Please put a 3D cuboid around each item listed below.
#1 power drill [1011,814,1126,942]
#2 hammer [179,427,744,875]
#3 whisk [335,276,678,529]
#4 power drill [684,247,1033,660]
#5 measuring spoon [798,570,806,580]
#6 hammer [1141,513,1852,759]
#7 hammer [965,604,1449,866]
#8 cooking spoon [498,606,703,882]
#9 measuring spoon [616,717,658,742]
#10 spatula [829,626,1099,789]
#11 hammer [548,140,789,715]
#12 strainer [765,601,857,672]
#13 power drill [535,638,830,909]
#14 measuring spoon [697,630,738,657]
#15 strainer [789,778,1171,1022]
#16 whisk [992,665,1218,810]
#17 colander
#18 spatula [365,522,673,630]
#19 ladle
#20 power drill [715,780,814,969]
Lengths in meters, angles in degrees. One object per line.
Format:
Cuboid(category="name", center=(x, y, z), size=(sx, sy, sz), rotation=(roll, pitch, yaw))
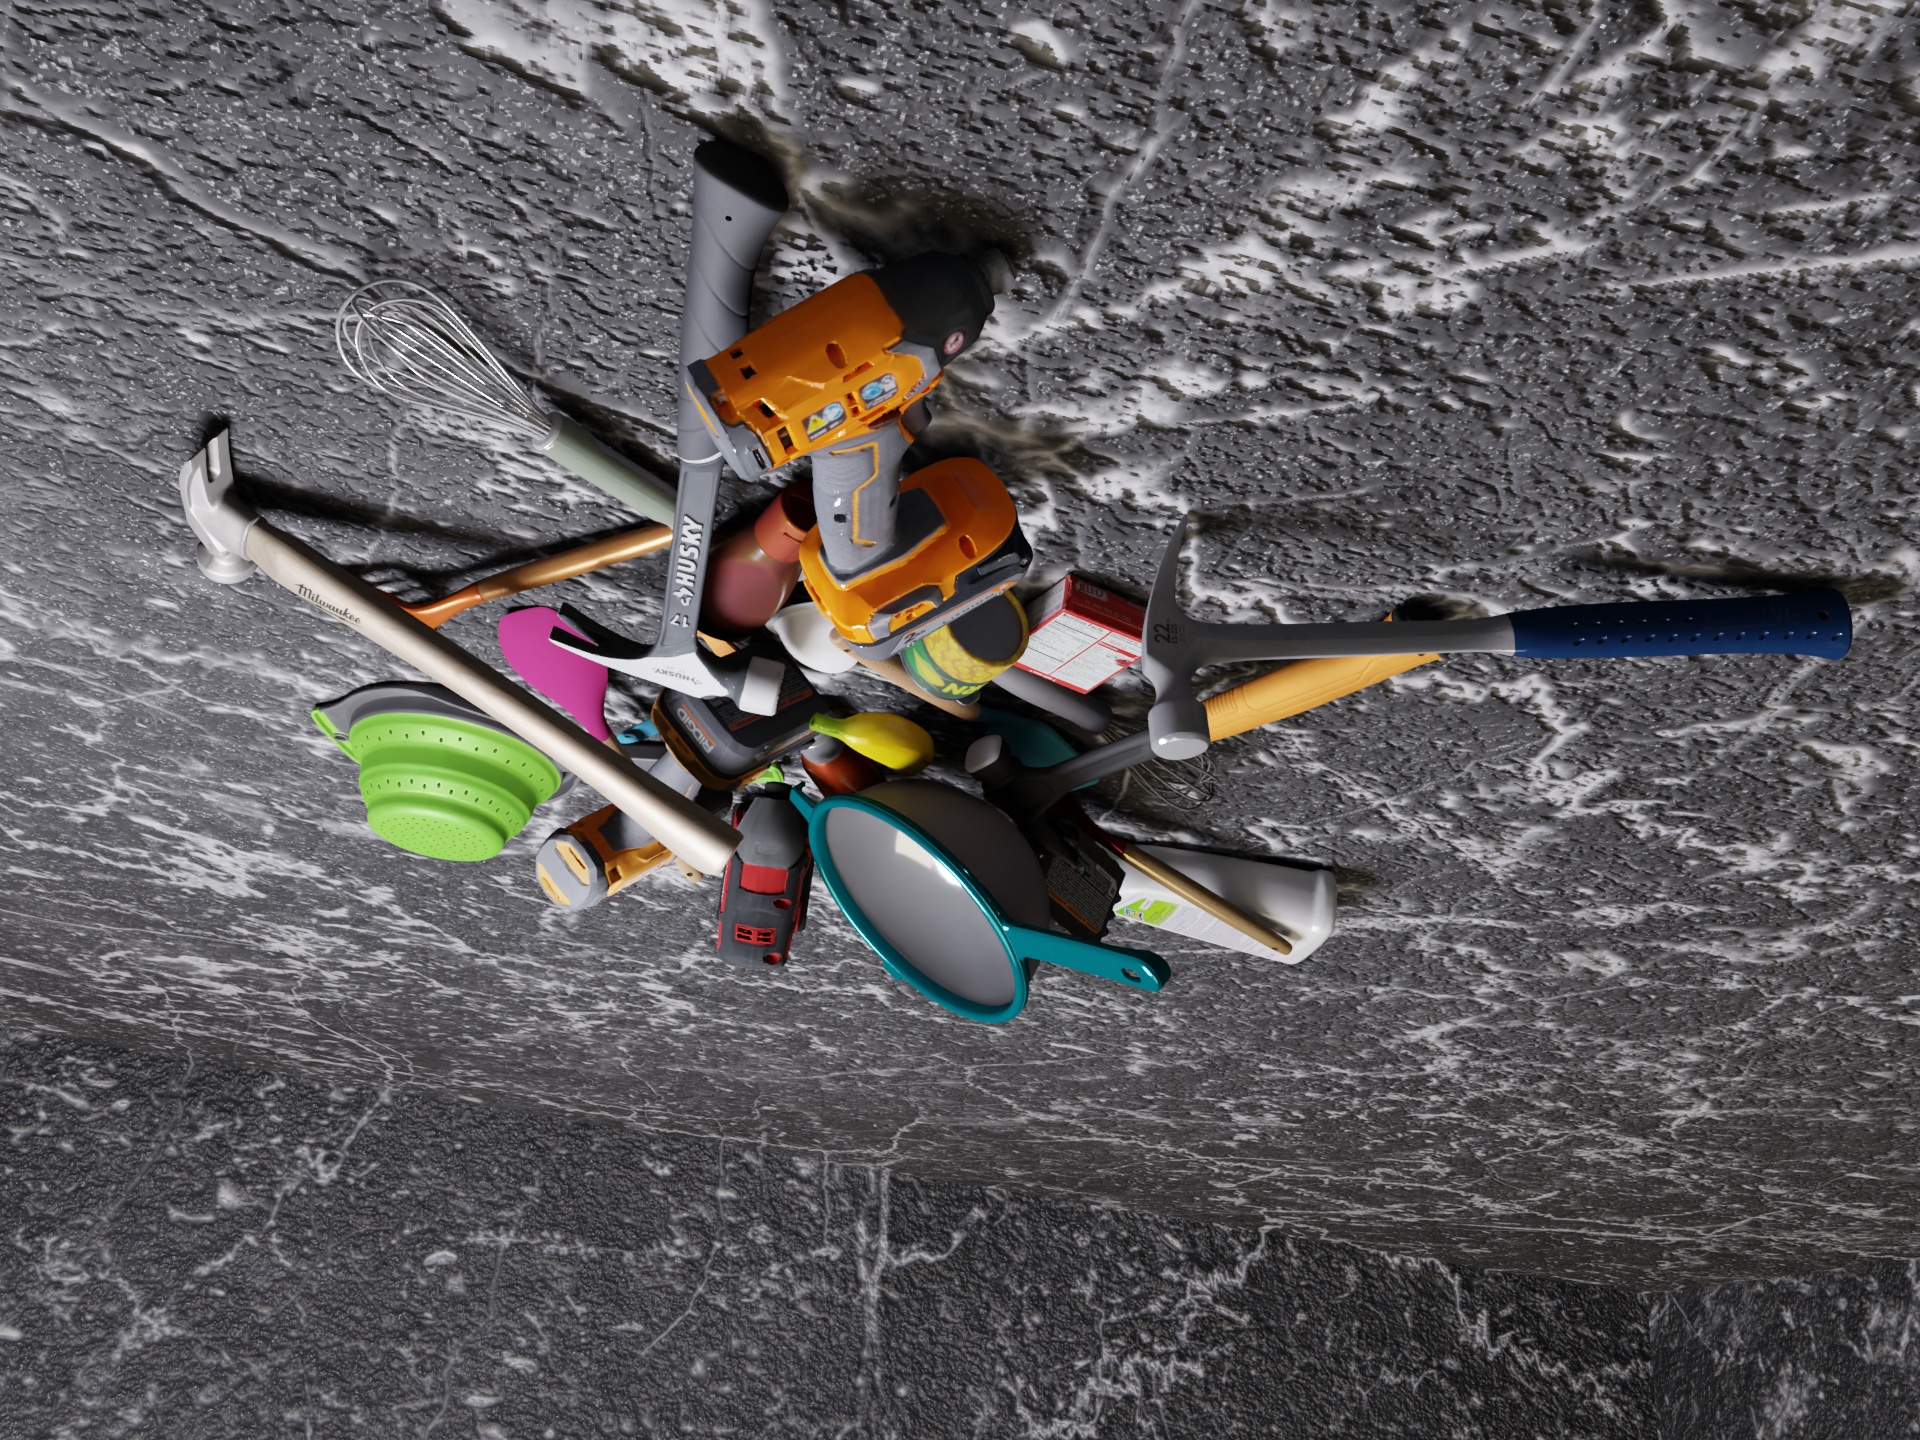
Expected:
Cuboid(category="power drill", center=(0.018, 0.129, 1.334), size=(0.223, 0.080, 0.171), rotation=(4, 152, 42))
Cuboid(category="hammer", center=(-0.315, -0.031, 1.017), size=(0.410, 0.038, 0.146), rotation=(34, 150, -3))
Cuboid(category="whisk", center=(-0.237, -0.167, 0.890), size=(0.246, 0.059, 0.058), rotation=(31, -171, -46))
Cuboid(category="power drill", center=(-0.030, -0.139, 0.818), size=(0.164, 0.084, 0.226), rotation=(-30, 151, -3))
Cuboid(category="measuring spoon", center=(-0.082, -0.109, 1.003), size=(0.034, 0.018, 0.124), rotation=(29, 153, -33))
Cuboid(category="hammer", center=(0.306, -0.055, 0.921), size=(0.405, 0.144, 0.035), rotation=(-2, 156, -2))
Cuboid(category="hammer", center=(0.171, 0.006, 1.076), size=(0.337, 0.034, 0.127), rotation=(-24, 129, 31))
Cuboid(category="cooking spoon", center=(-0.266, 0.028, 1.233), size=(0.069, 0.017, 0.318), rotation=(-13, 136, 10))
Cuboid(category="measuring spoon", center=(-0.229, -0.008, 1.224), size=(0.042, 0.021, 0.128), rotation=(16, 153, -39))
Cuboid(category="spatula", center=(-0.002, -0.004, 1.121), size=(0.082, 0.044, 0.317), rotation=(-13, 159, 25))
Cuboid(category="hammer", center=(-0.147, -0.138, 0.868), size=(0.149, 0.036, 0.408), rotation=(14, 144, -5))
Cuboid(category="strainer", center=(-0.048, -0.080, 1.020), size=(0.086, 0.050, 0.258), rotation=(9, 154, -36))
Cuboid(category="power drill", center=(-0.190, 0.038, 1.161), size=(0.226, 0.084, 0.185), rotation=(-44, 172, 34))
Cuboid(category="measuring spoon", center=(-0.168, -0.043, 1.152), size=(0.021, 0.011, 0.116), rotation=(-3, 152, 19))
Cuboid(category="strainer", center=(0.035, 0.121, 1.128), size=(0.340, 0.095, 0.210), rotation=(8, 132, 48))
Cuboid(category="whisk", center=(0.099, 0.002, 1.140), size=(0.238, 0.055, 0.055), rotation=(29, 147, -29))
Cuboid(category="colander", center=(-0.346, 0.061, 1.313), size=(0.397, 0.095, 0.204), rotation=(3, 153, 8))
Cuboid(category="spatula", center=(-0.298, -0.101, 1.061), size=(0.322, 0.041, 0.080), rotation=(-12, 147, 26))
Cuboid(category="ladle", center=(0.154, 0.119, 1.317), size=(0.315, 0.031, 0.069), rotation=(31, 149, -18))
Cuboid(category="power drill", center=(-0.157, 0.120, 1.295), size=(0.078, 0.143, 0.219), rotation=(8, 177, -5))
